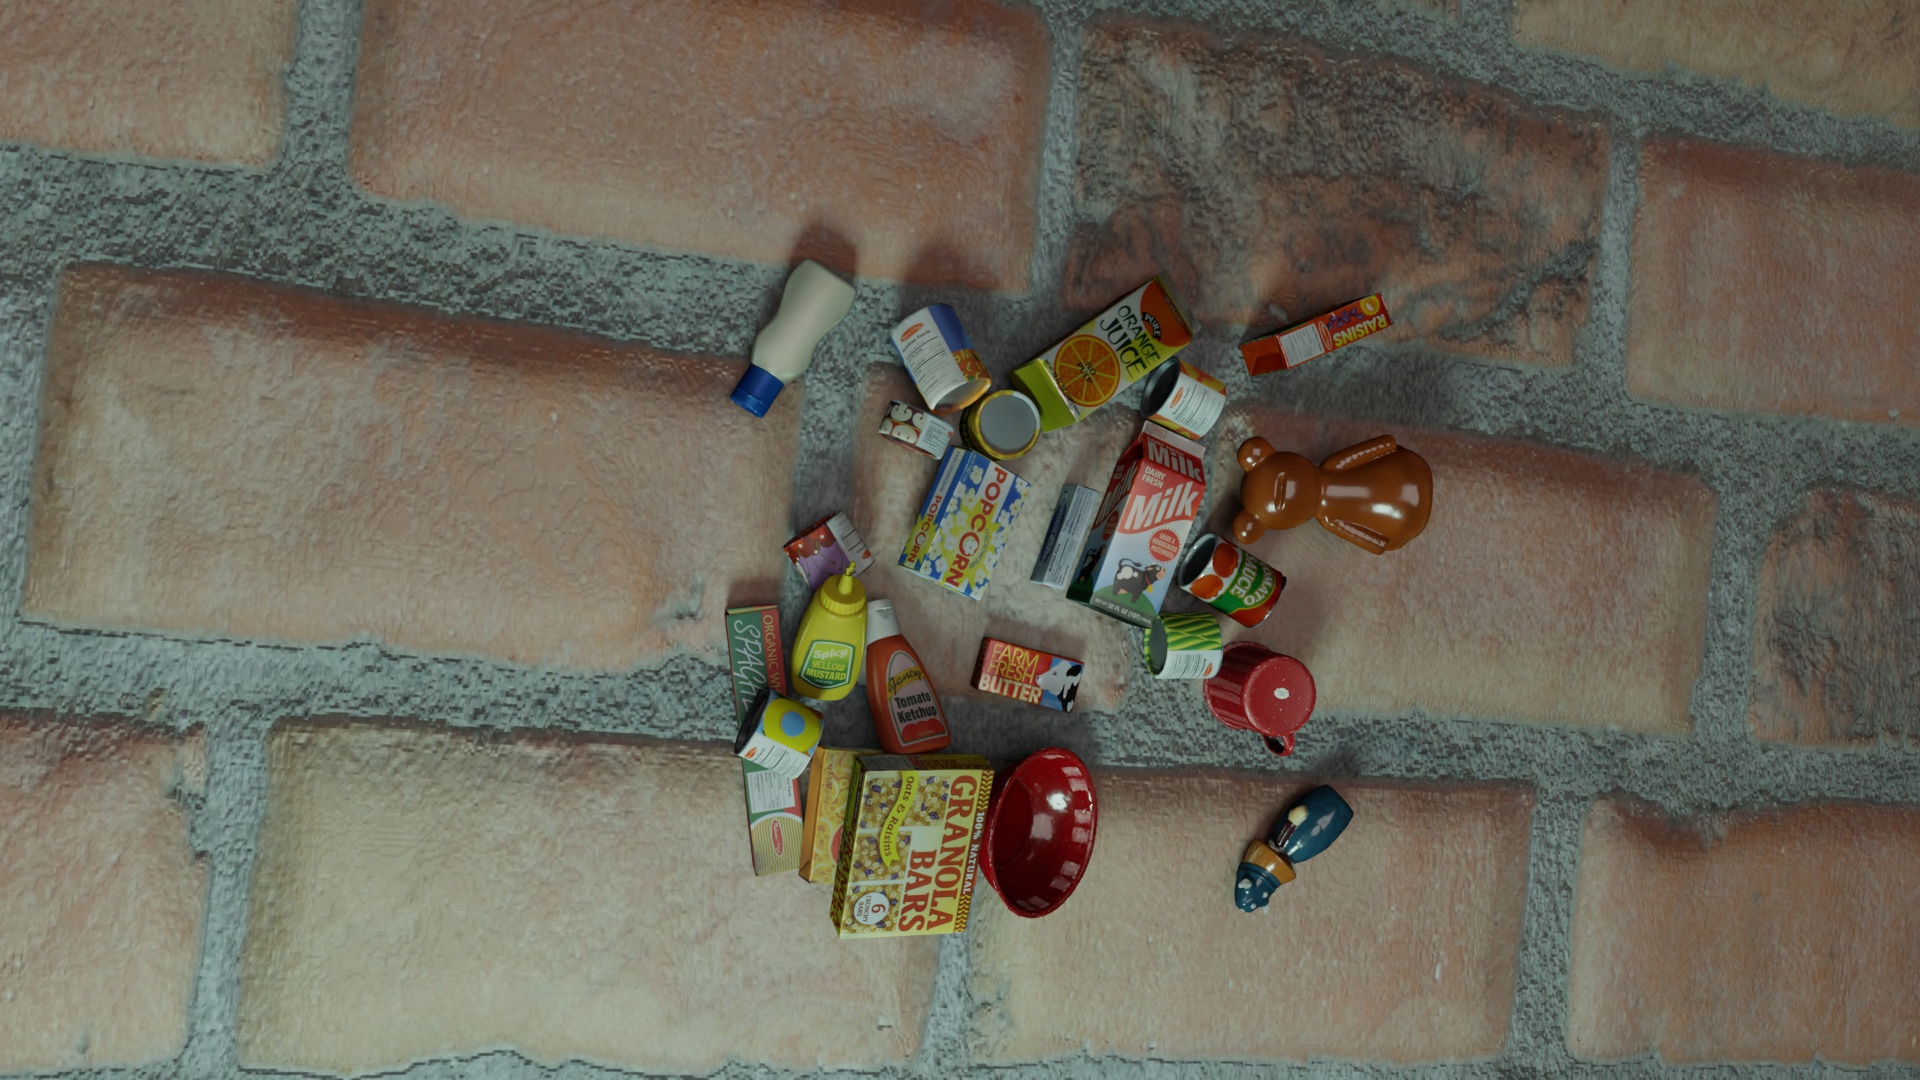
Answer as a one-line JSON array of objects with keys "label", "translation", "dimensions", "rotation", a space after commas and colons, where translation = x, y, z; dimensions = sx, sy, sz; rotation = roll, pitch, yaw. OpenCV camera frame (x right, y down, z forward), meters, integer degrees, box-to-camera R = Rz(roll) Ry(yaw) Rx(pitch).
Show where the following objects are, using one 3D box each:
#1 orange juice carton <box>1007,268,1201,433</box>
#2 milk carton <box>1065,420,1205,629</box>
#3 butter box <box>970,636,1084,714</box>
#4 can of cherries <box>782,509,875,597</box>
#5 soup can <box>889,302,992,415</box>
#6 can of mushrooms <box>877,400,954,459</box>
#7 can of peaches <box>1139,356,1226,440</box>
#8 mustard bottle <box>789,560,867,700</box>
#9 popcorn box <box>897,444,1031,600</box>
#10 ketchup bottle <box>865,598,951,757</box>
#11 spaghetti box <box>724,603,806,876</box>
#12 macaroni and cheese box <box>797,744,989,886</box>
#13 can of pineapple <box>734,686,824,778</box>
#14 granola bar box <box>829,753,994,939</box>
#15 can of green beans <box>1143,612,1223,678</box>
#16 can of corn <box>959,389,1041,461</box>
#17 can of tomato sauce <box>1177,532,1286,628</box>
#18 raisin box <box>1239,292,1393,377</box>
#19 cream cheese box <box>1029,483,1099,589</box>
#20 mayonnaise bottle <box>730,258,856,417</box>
[{"label": "orange juice carton", "translation": [0.148, -0.187, 1.338], "dimensions": [0.193, 0.073, 0.071], "rotation": [-36, 99, -20]}, {"label": "milk carton", "translation": [0.177, -0.017, 1.356], "dimensions": [0.072, 0.073, 0.190], "rotation": [23, 85, -14]}, {"label": "butter box", "translation": [0.066, 0.131, 1.356], "dimensions": [0.103, 0.024, 0.053], "rotation": [16, 88, -14]}, {"label": "can of cherries", "translation": [-0.124, 0.013, 1.283], "dimensions": [0.071, 0.071, 0.058], "rotation": [-34, 99, -11]}, {"label": "soup can", "translation": [-0.016, -0.168, 1.294], "dimensions": [0.071, 0.071, 0.084], "rotation": [-25, 75, -13]}, {"label": "can of mushrooms", "translation": [-0.044, -0.104, 1.302], "dimensions": [0.071, 0.071, 0.033], "rotation": [23, 87, -14]}, {"label": "can of peaches", "translation": [0.219, -0.140, 1.368], "dimensions": [0.058, 0.071, 0.071], "rotation": [25, 85, -18]}, {"label": "mustard bottle", "translation": [-0.114, 0.078, 1.251], "dimensions": [0.065, 0.049, 0.159], "rotation": [8, 132, -10]}, {"label": "popcorn box", "translation": [0.005, -0.016, 1.314], "dimensions": [0.085, 0.038, 0.127], "rotation": [28, 84, -40]}, {"label": "ketchup bottle", "translation": [-0.060, 0.129, 1.291], "dimensions": [0.065, 0.043, 0.149], "rotation": [-8, 70, -31]}, {"label": "spaghetti box", "translation": [-0.181, 0.183, 1.290], "dimensions": [0.050, 0.028, 0.249], "rotation": [-7, 93, -15]}, {"label": "macaroni and cheese box", "translation": [-0.061, 0.259, 1.304], "dimensions": [0.167, 0.040, 0.123], "rotation": [8, 87, -24]}, {"label": "can of pineapple", "translation": [-0.162, 0.171, 1.246], "dimensions": [0.058, 0.071, 0.071], "rotation": [28, 85, -16]}, {"label": "granola bar box", "translation": [-0.045, 0.274, 1.251], "dimensions": [0.124, 0.039, 0.165], "rotation": [4, 106, -22]}, {"label": "can of green beans", "translation": [0.220, 0.104, 1.374], "dimensions": [0.058, 0.071, 0.071], "rotation": [1, 91, -14]}, {"label": "can of corn", "translation": [0.036, -0.108, 1.325], "dimensions": [0.071, 0.058, 0.071], "rotation": [0, 91, -14]}, {"label": "can of tomato sauce", "translation": [0.269, 0.039, 1.383], "dimensions": [0.083, 0.071, 0.071], "rotation": [30, 84, -13]}, {"label": "raisin box", "translation": [0.355, -0.205, 1.392], "dimensions": [0.123, 0.086, 0.040], "rotation": [-23, 96, -13]}, {"label": "cream cheese box", "translation": [0.101, -0.004, 1.347], "dimensions": [0.024, 0.053, 0.104], "rotation": [21, 86, -12]}, {"label": "mayonnaise bottle", "translation": [-0.159, -0.184, 1.283], "dimensions": [0.065, 0.041, 0.148], "rotation": [33, 84, -11]}]
